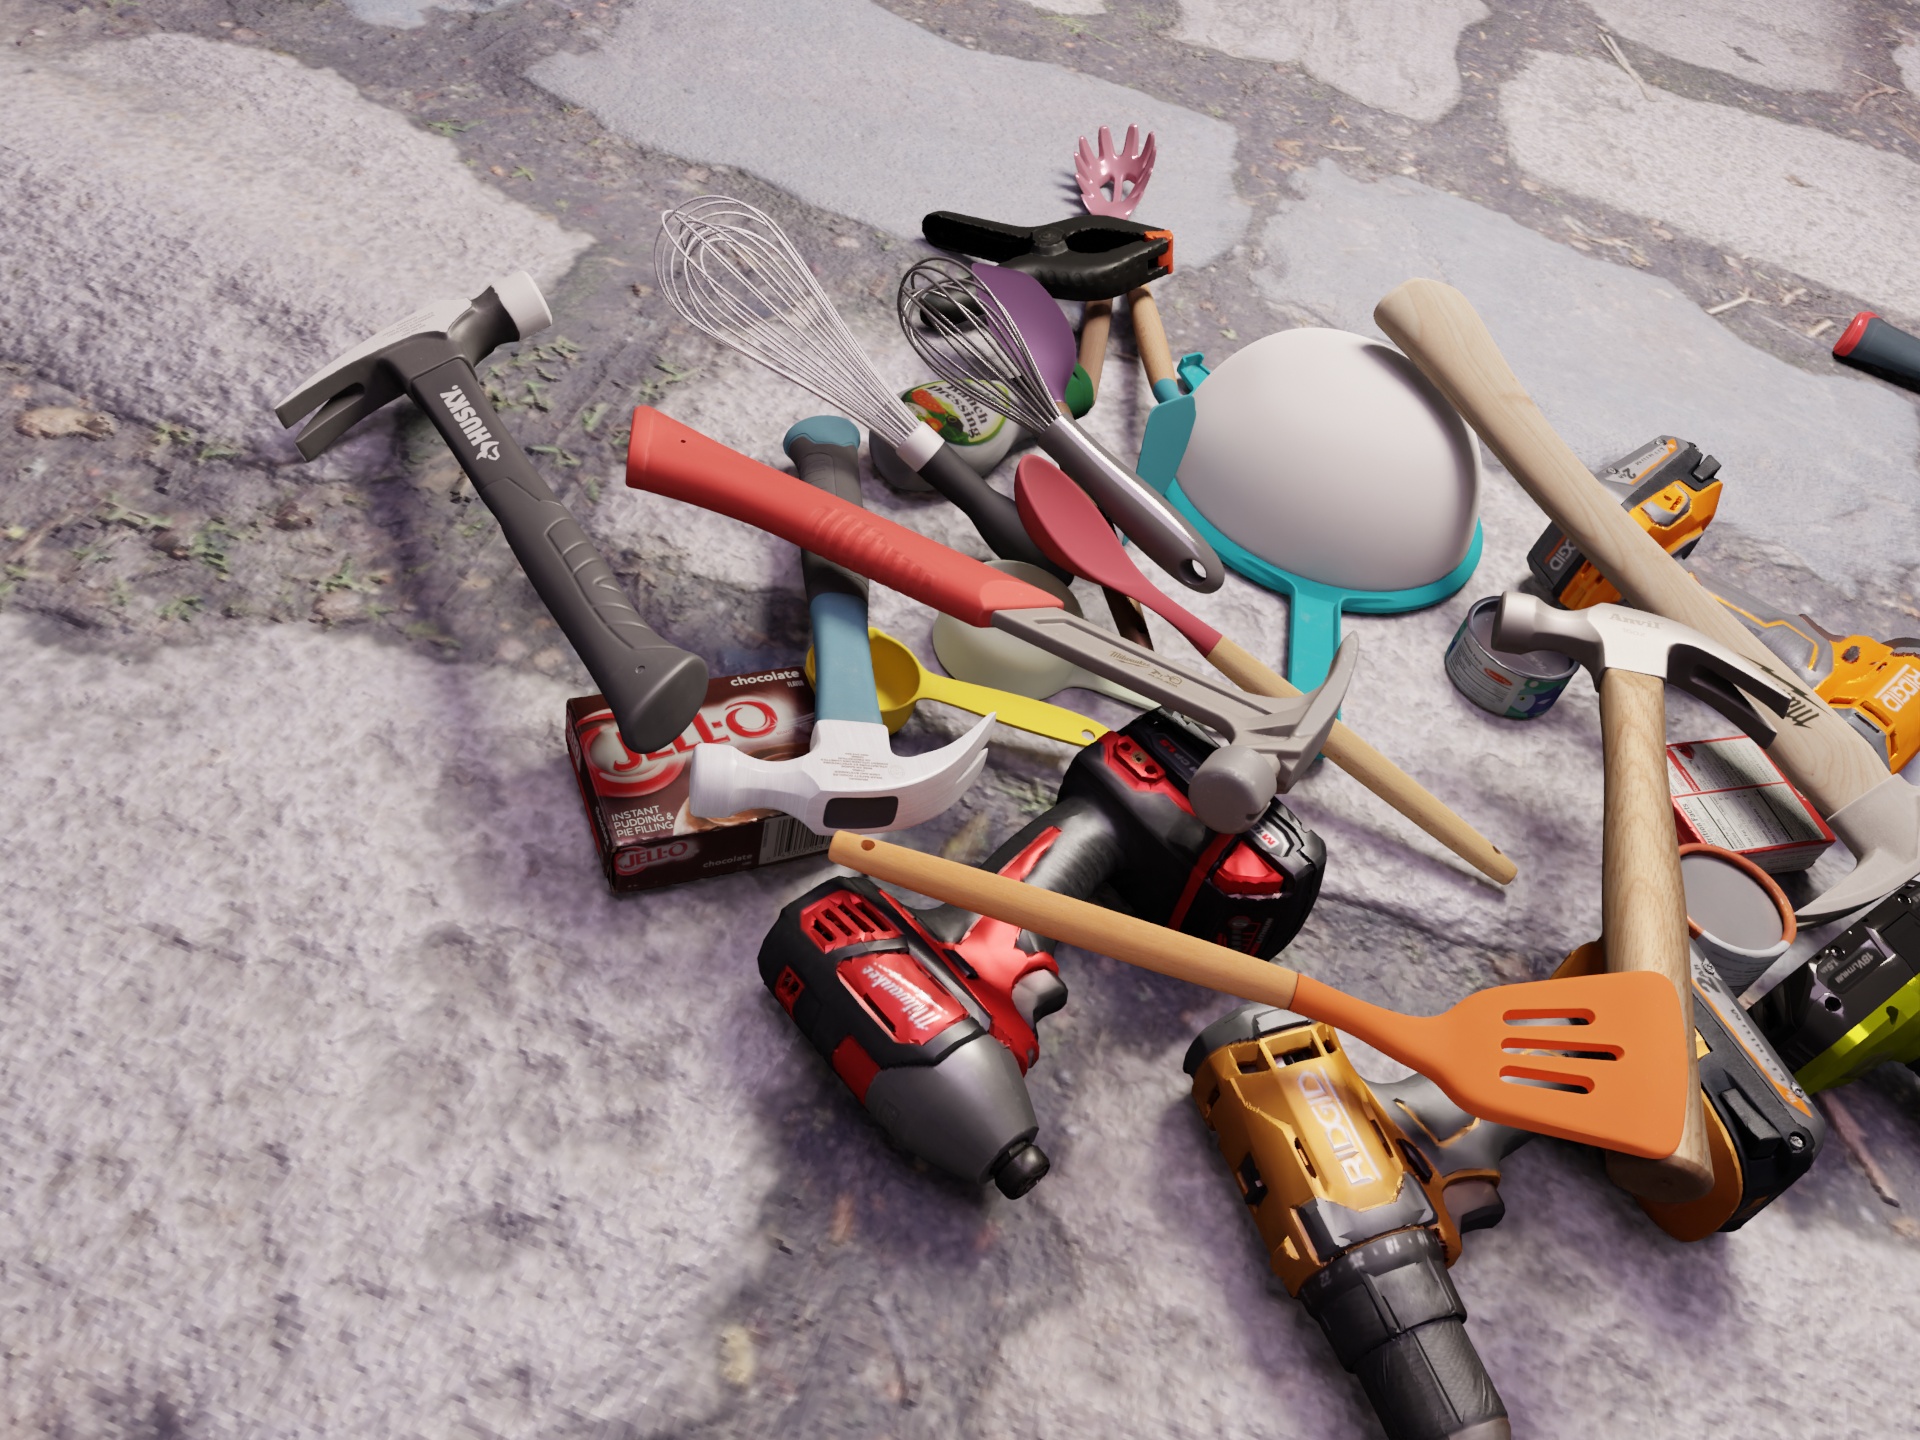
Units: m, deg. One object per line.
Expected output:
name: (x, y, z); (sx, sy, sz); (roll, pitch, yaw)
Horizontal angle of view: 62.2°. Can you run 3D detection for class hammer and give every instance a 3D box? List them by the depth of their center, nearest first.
hammer: (0.291, 0.057, 0.675); (0.130, 0.031, 0.331); (11, 43, 11)
hammer: (0.000, -0.067, 0.730); (0.359, 0.036, 0.149); (26, 37, 17)
hammer: (-0.207, -0.097, 0.735); (0.146, 0.035, 0.335); (-30, 52, -13)
hammer: (-0.060, -0.061, 0.762); (0.128, 0.033, 0.331); (6, 36, -12)
hammer: (0.350, -0.080, 0.842); (0.146, 0.038, 0.411); (-28, 68, -16)
hammer: (0.858, -0.214, 1.205); (0.386, 0.038, 0.143); (24, 48, 7)

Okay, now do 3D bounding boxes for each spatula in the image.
spatula: (0.104, 0.089, 0.600); (0.322, 0.041, 0.081); (17, 48, 6)
spatula: (0.061, -0.154, 0.884); (0.059, 0.018, 0.316); (5, 50, -24)
spatula: (0.111, -0.216, 0.970); (0.044, 0.082, 0.318); (5, 36, -4)

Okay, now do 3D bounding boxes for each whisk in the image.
whisk: (0.052, -0.153, 0.831); (0.239, 0.055, 0.055); (46, 51, 8)
whisk: (-0.045, -0.166, 0.835); (0.284, 0.070, 0.070); (41, 45, -12)

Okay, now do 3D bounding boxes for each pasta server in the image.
pasta server: (0.097, -0.314, 1.083); (0.060, 0.040, 0.316); (1, 46, 11)

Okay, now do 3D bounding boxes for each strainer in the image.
strainer: (0.214, -0.124, 0.897); (0.211, 0.095, 0.341); (16, 44, -1)

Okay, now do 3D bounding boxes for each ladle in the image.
ladle: (0.146, -0.022, 0.783); (0.315, 0.031, 0.069); (39, 31, 2)

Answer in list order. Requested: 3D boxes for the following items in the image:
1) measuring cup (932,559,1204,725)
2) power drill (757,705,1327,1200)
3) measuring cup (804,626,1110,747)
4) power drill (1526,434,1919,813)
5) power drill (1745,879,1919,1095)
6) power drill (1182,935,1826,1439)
measuring cup: (0.069, -0.035, 0.810); (0.167, 0.038, 0.083); (18, 46, 3)
power drill: (0.042, 0.094, 0.659); (0.219, 0.078, 0.143); (-28, 59, -31)
measuring cup: (-0.001, -0.002, 0.771); (0.156, 0.029, 0.062); (16, 43, -8)
power drill: (0.463, -0.062, 0.924); (0.164, 0.084, 0.227); (-28, 64, -35)
power drill: (0.450, 0.191, 0.684); (0.171, 0.080, 0.223); (-22, 60, -32)
power drill: (0.222, 0.181, 0.626); (0.226, 0.084, 0.186); (-9, 51, -18)
